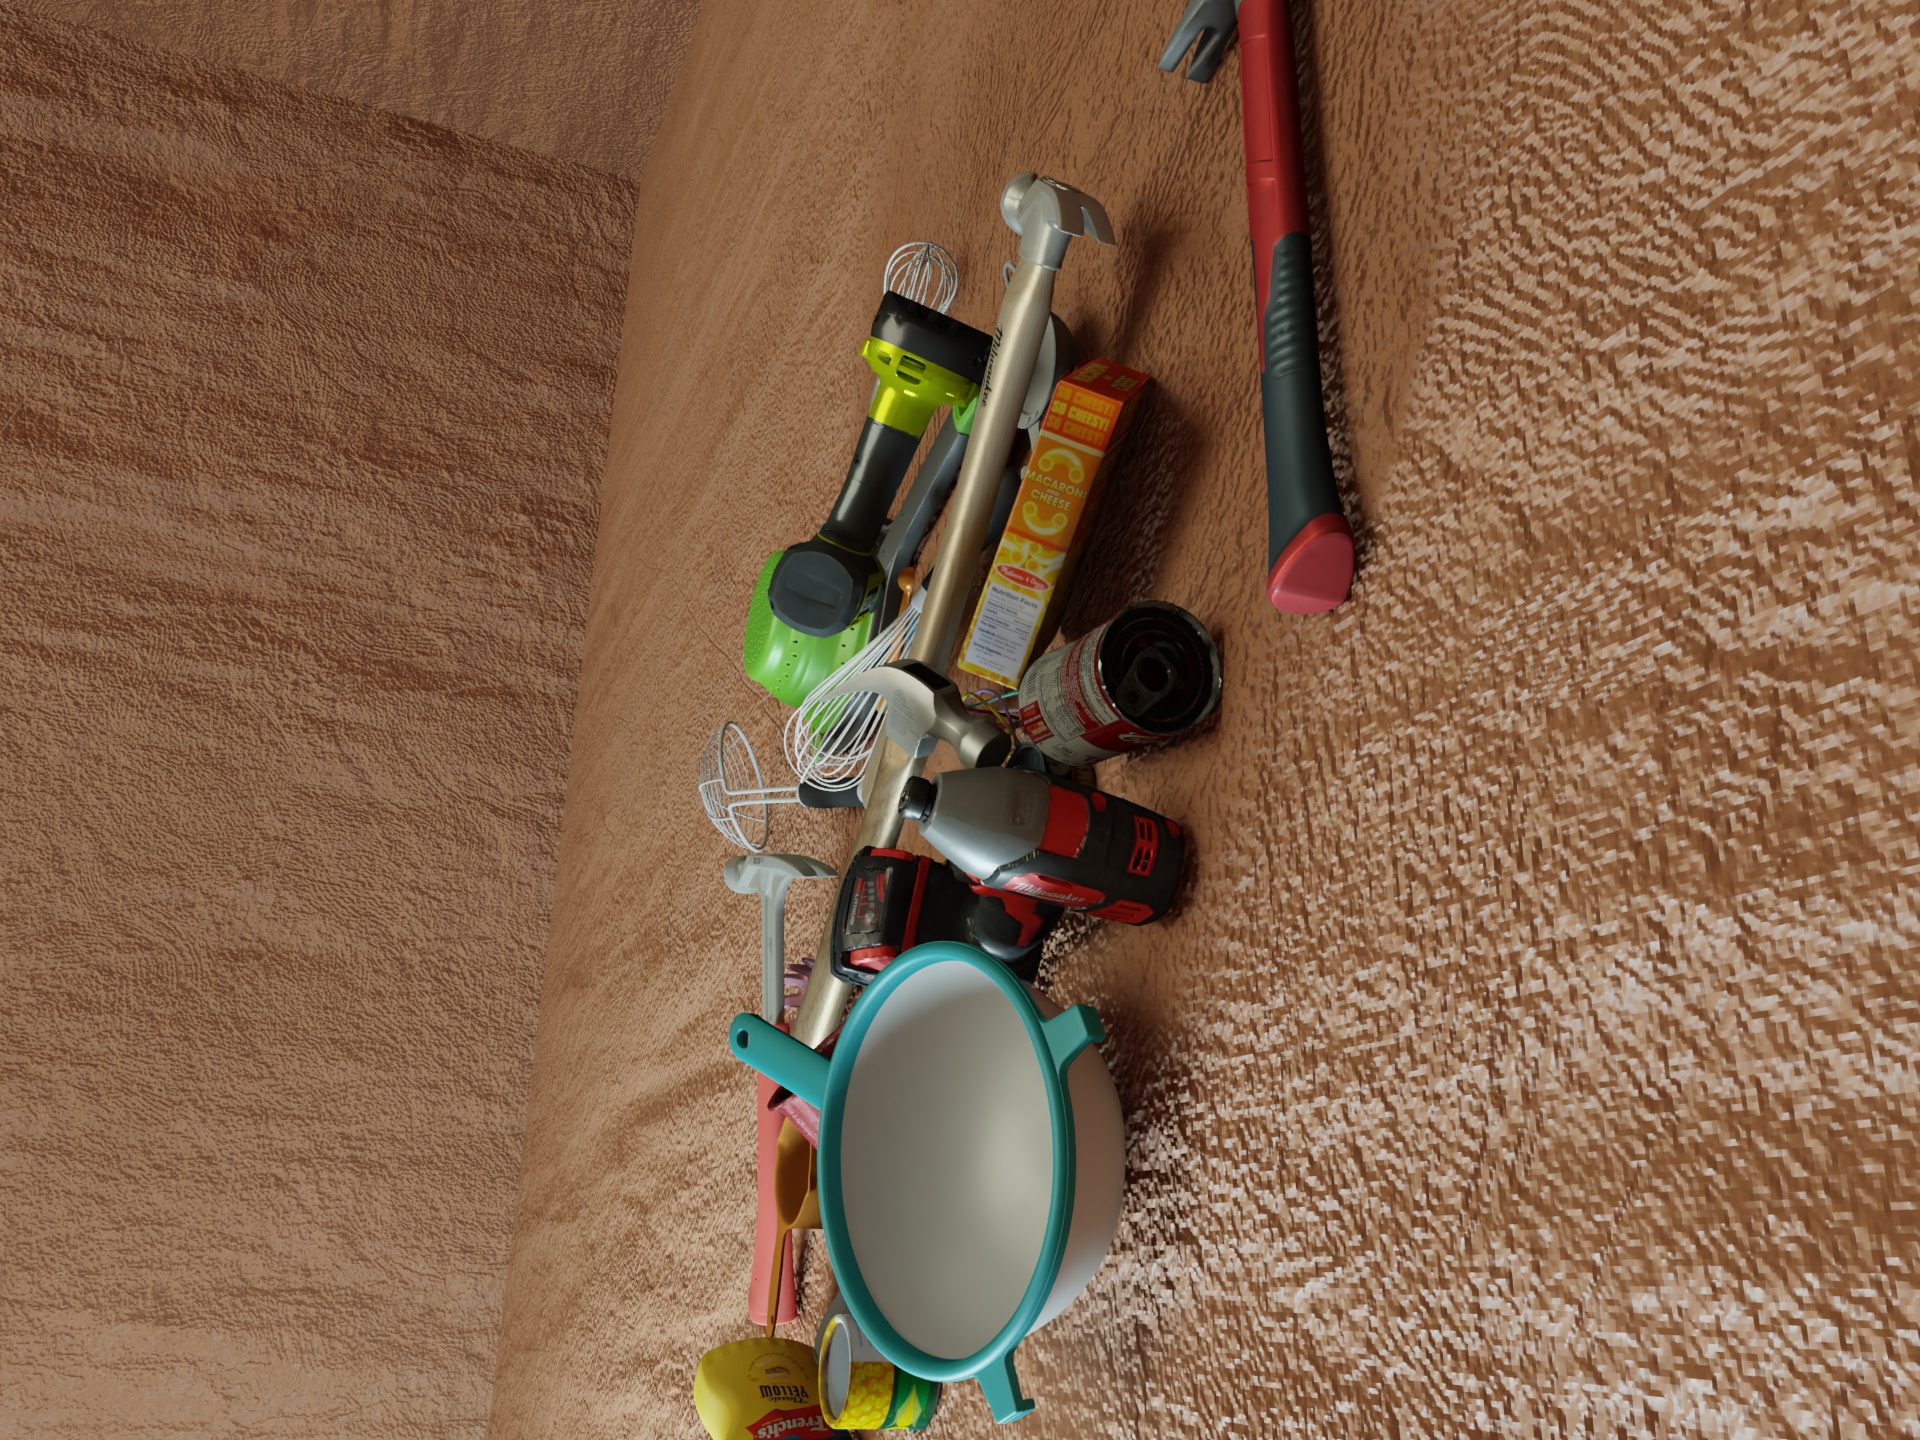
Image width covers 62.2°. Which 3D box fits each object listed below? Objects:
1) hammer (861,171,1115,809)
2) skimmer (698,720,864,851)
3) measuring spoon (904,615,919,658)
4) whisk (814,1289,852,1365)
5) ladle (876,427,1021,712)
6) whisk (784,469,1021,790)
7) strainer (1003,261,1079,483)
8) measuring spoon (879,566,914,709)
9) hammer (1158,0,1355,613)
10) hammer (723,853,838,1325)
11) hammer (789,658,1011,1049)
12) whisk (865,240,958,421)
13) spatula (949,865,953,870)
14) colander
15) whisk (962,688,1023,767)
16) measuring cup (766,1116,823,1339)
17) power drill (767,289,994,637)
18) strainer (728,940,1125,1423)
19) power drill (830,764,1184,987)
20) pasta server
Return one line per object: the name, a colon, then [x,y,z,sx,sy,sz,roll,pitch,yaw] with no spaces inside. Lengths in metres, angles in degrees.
hammer: [0.006,-0.118,0.970,0.146,0.038,0.410,-112,35,-63]
skimmer: [-0.138,0.056,1.398,0.363,0.090,0.127,-6,99,58]
measuring spoon: [-0.034,-0.032,1.205,0.128,0.021,0.042,112,152,-53]
whisk: [-0.061,0.371,1.051,0.055,0.055,0.238,-102,25,-44]
ladle: [-0.012,-0.120,1.163,0.069,0.031,0.315,-88,17,-49]
whisk: [-0.038,-0.060,1.123,0.284,0.070,0.070,-54,30,24]
strainer: [0.049,-0.162,1.006,0.087,0.050,0.258,163,109,-68]
measuring spoon: [-0.052,-0.061,1.202,0.021,0.011,0.117,-123,42,-60]
hammer: [0.148,-0.226,0.777,0.143,0.038,0.387,137,138,-60]
hammer: [-0.139,0.283,1.225,0.149,0.036,0.359,-3,87,58]
hammer: [-0.065,0.103,1.038,0.130,0.031,0.331,40,128,29]
whisk: [-0.057,-0.290,1.331,0.058,0.059,0.246,-85,13,-48]
spatula: [-0.036,0.196,1.093,0.317,0.044,0.082,114,156,-45]
colander: [-0.093,-0.130,1.276,0.397,0.094,0.205,122,153,-44]
whisk: [-0.003,-0.005,1.066,0.051,0.047,0.245,-66,17,-3]
measuring cup: [-0.105,0.365,1.153,0.095,0.052,0.173,-164,82,-69]
power drill: [-0.054,-0.169,1.102,0.190,0.080,0.228,-57,-8,-80]
strainer: [-0.016,0.216,0.869,0.340,0.095,0.211,10,90,56]
power drill: [0.010,0.087,0.849,0.219,0.143,0.079,133,151,-59]
pasta server: [-0.067,0.163,1.163,0.316,0.040,0.060,-49,50,52]
